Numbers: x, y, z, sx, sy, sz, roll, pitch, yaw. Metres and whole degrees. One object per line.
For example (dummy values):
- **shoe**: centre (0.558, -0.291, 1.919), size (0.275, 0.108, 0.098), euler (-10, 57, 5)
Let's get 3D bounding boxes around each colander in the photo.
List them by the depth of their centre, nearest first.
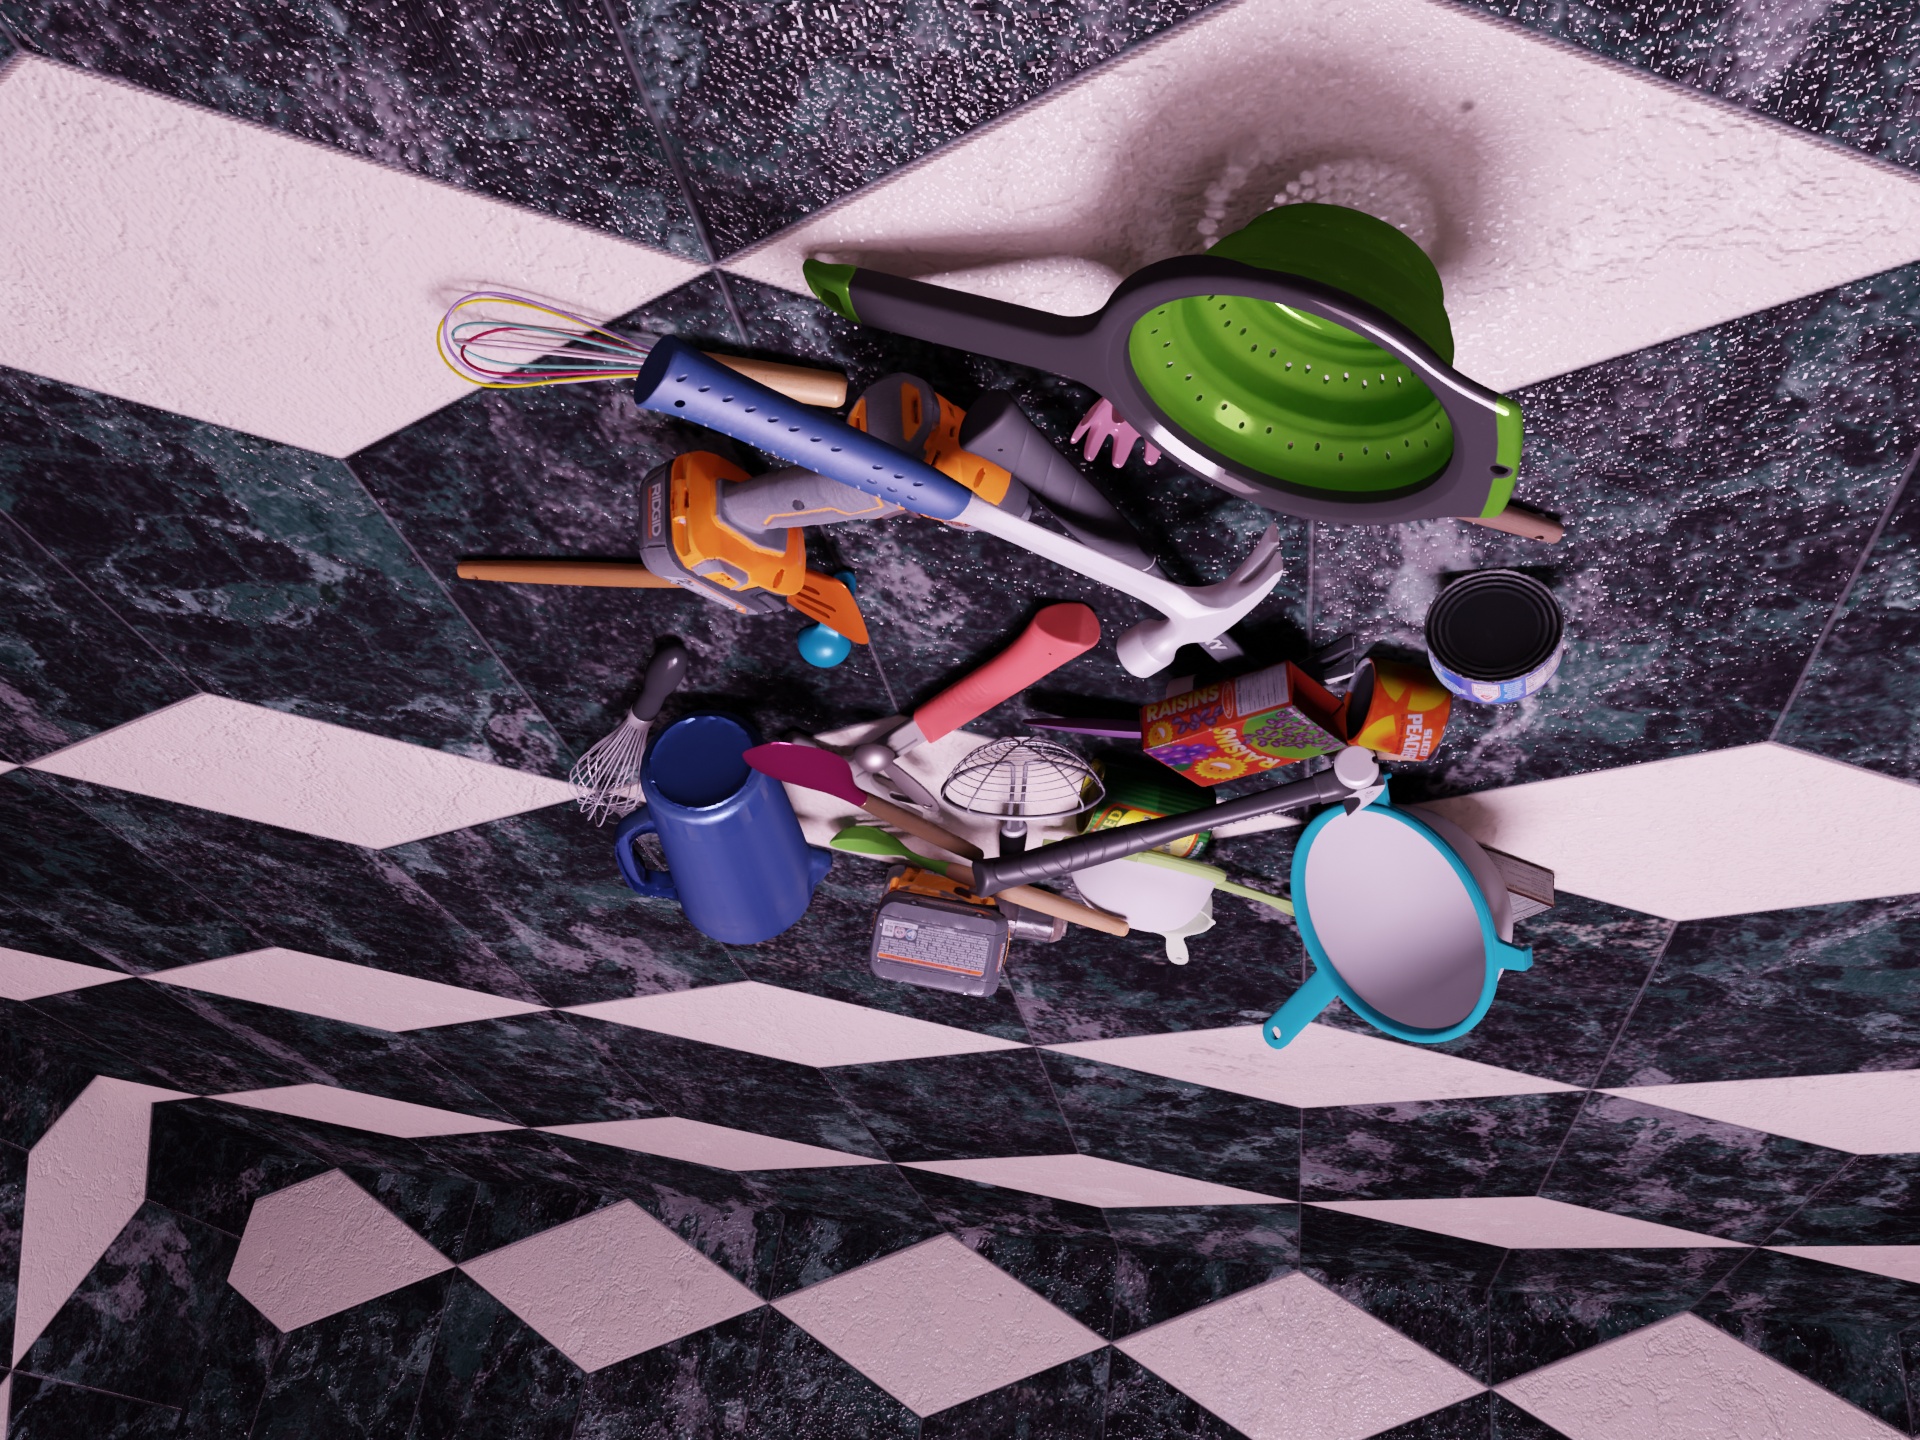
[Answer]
- **colander**: centre (0.105, -0.217, 0.833), size (0.397, 0.094, 0.204), euler (19, 163, 20)

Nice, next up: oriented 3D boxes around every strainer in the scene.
- **strainer**: centre (0.367, 0.192, 1.381), size (0.095, 0.211, 0.340), euler (-20, 153, -31)
- **strainer**: centre (0.202, 0.166, 1.445), size (0.256, 0.069, 0.151), euler (18, 171, -26)

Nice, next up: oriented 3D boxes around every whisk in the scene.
- **whisk**: centre (-0.191, -0.212, 0.956), size (0.245, 0.047, 0.051), euler (8, 150, -4)
- **whisk**: centre (-0.281, 0.009, 1.366), size (0.070, 0.070, 0.284), euler (19, 144, -17)

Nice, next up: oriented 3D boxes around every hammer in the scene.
- **hammer**: centre (0.011, -0.122, 0.899), size (0.405, 0.035, 0.144), euler (19, 144, -33)
- **hammer**: centre (0.124, -0.096, 1.031), size (0.149, 0.036, 0.408), euler (-13, 151, 30)
- **hammer**: centre (0.167, 0.086, 1.259), size (0.335, 0.035, 0.146), euler (-16, 166, 12)
- **hammer**: centre (-0.002, -0.004, 1.275), size (0.149, 0.037, 0.359), euler (24, 148, -25)

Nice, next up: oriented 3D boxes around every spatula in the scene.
- **spatula**: centre (-0.223, -0.099, 1.167), size (0.322, 0.041, 0.081), euler (3, 151, 13)
- **spatula**: centre (0.206, 0.012, 1.254), size (0.316, 0.018, 0.060), euler (5, -174, 3)

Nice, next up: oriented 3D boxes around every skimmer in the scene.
- **skimmer**: centre (0.048, 0.099, 1.350), size (0.127, 0.090, 0.363), euler (-2, 158, -1)

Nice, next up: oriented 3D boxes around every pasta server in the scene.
- **pasta server**: centre (0.221, -0.147, 0.958), size (0.316, 0.040, 0.060), euler (14, 163, -11)

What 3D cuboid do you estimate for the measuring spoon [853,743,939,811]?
- **measuring spoon**: centre (-0.051, 0.054, 1.339), size (0.034, 0.018, 0.124), euler (-8, 148, 29)

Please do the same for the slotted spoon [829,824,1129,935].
- **slotted spoon**: centre (0.013, 0.144, 1.451), size (0.314, 0.031, 0.070), euler (16, 171, 30)

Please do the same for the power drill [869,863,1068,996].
- **power drill**: centre (0.009, 0.193, 1.495), size (0.185, 0.084, 0.226), euler (10, -175, 3)

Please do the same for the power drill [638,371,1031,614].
- **power drill**: centre (-0.072, -0.136, 1.009), size (0.226, 0.084, 0.164), euler (-14, 160, 29)

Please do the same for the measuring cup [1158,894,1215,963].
- **measuring cup**: centre (0.213, 0.197, 1.571), size (0.083, 0.038, 0.167), euler (2, 152, 12)

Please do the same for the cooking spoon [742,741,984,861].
- **cooking spoon**: centre (-0.070, 0.074, 1.360), size (0.069, 0.017, 0.318), euler (-17, 152, 29)

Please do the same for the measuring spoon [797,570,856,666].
- **measuring spoon**: centre (-0.097, -0.072, 1.194), size (0.042, 0.021, 0.128), euler (13, 152, -8)
